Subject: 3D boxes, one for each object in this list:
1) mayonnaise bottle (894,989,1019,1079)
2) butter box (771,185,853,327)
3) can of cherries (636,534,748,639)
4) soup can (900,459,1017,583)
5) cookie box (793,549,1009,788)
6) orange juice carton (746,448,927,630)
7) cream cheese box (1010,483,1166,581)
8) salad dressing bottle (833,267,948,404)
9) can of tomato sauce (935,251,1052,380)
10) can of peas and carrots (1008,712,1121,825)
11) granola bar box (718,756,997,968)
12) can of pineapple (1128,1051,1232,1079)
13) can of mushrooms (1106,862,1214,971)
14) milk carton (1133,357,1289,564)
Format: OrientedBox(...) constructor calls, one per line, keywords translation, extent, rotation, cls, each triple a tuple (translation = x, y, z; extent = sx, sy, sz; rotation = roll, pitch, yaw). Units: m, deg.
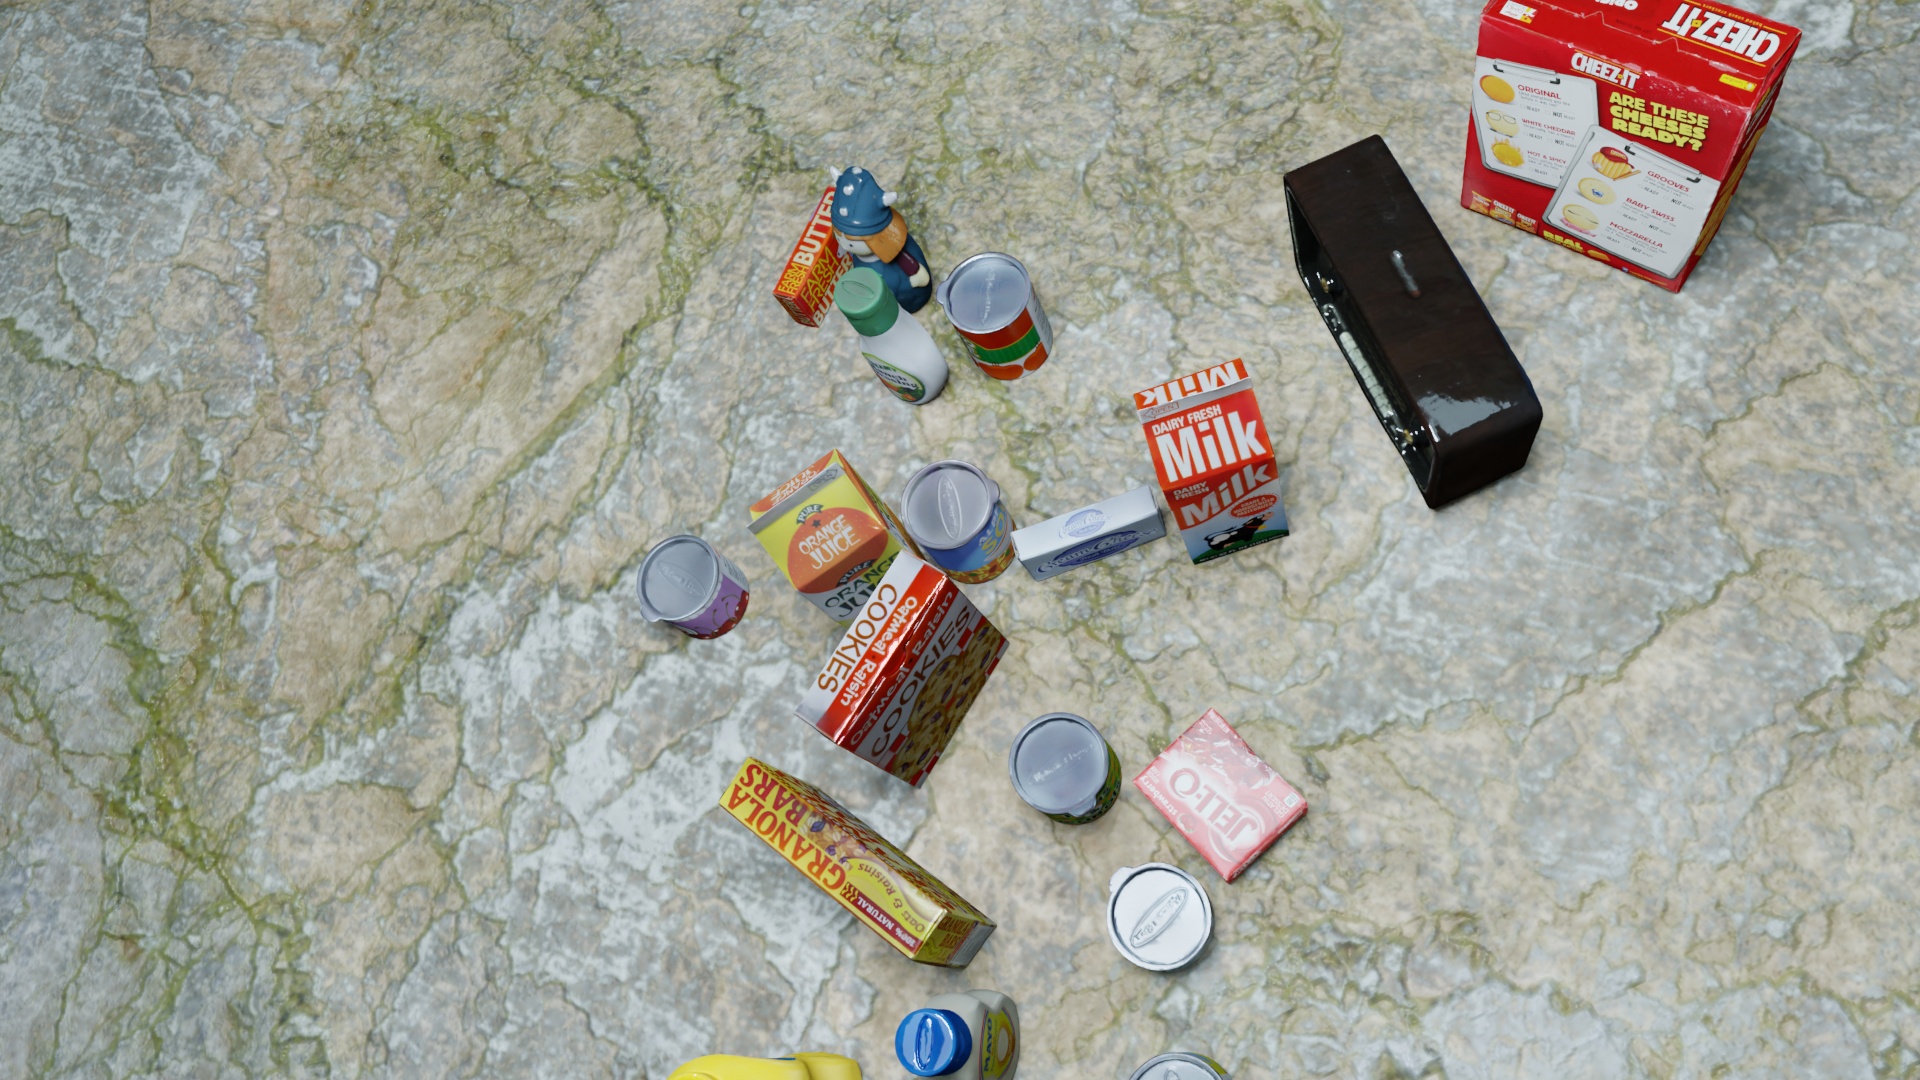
OrientedBox(translation=(0.000, 0.303, 0.837), extent=(0.041, 0.147, 0.065), rotation=(-1, 71, 16), cls="mayonnaise bottle")
OrientedBox(translation=(-0.111, -0.227, 1.118), extent=(0.024, 0.053, 0.103), rotation=(21, 77, 22), cls="butter box")
OrientedBox(translation=(-0.202, 0.038, 1.043), extent=(0.071, 0.058, 0.072), rotation=(-5, 69, 14), cls="can of cherries")
OrientedBox(translation=(0.004, -0.012, 0.988), extent=(0.071, 0.083, 0.071), rotation=(-5, 69, 14), cls="soup can")
OrientedBox(translation=(-0.032, 0.090, 0.915), extent=(0.040, 0.167, 0.123), rotation=(29, 81, 23), cls="cookie box")
OrientedBox(translation=(-0.080, 0.002, 0.947), extent=(0.072, 0.192, 0.073), rotation=(-34, 65, 2), cls="orange juice carton")
OrientedBox(translation=(0.091, -0.004, 0.977), extent=(0.104, 0.053, 0.024), rotation=(-20, 67, 8), cls="cream cheese box")
OrientedBox(translation=(-0.051, -0.149, 1.020), extent=(0.064, 0.147, 0.044), rotation=(27, 80, 23), cls="salad dressing bottle")
OrientedBox(translation=(0.027, -0.166, 1.038), extent=(0.071, 0.083, 0.071), rotation=(-5, 69, 14), cls="can of tomato sauce")
OrientedBox(translation=(0.072, 0.154, 0.921), extent=(0.071, 0.058, 0.071), rotation=(-5, 69, 14), cls="can of peas and carrots")
OrientedBox(translation=(-0.066, 0.212, 0.903), extent=(0.166, 0.124, 0.039), rotation=(32, 82, 24), cls="granola bar box")
OrientedBox(translation=(0.132, 0.342, 0.835), extent=(0.071, 0.057, 0.071), rotation=(-5, 69, 14), cls="can of pineapple")
OrientedBox(translation=(0.127, 0.239, 0.888), extent=(0.071, 0.033, 0.071), rotation=(-5, 69, 14), cls="can of mushrooms")
OrientedBox(translation=(0.163, -0.055, 0.899), extent=(0.072, 0.190, 0.073), rotation=(-18, 67, 10), cls="milk carton")
